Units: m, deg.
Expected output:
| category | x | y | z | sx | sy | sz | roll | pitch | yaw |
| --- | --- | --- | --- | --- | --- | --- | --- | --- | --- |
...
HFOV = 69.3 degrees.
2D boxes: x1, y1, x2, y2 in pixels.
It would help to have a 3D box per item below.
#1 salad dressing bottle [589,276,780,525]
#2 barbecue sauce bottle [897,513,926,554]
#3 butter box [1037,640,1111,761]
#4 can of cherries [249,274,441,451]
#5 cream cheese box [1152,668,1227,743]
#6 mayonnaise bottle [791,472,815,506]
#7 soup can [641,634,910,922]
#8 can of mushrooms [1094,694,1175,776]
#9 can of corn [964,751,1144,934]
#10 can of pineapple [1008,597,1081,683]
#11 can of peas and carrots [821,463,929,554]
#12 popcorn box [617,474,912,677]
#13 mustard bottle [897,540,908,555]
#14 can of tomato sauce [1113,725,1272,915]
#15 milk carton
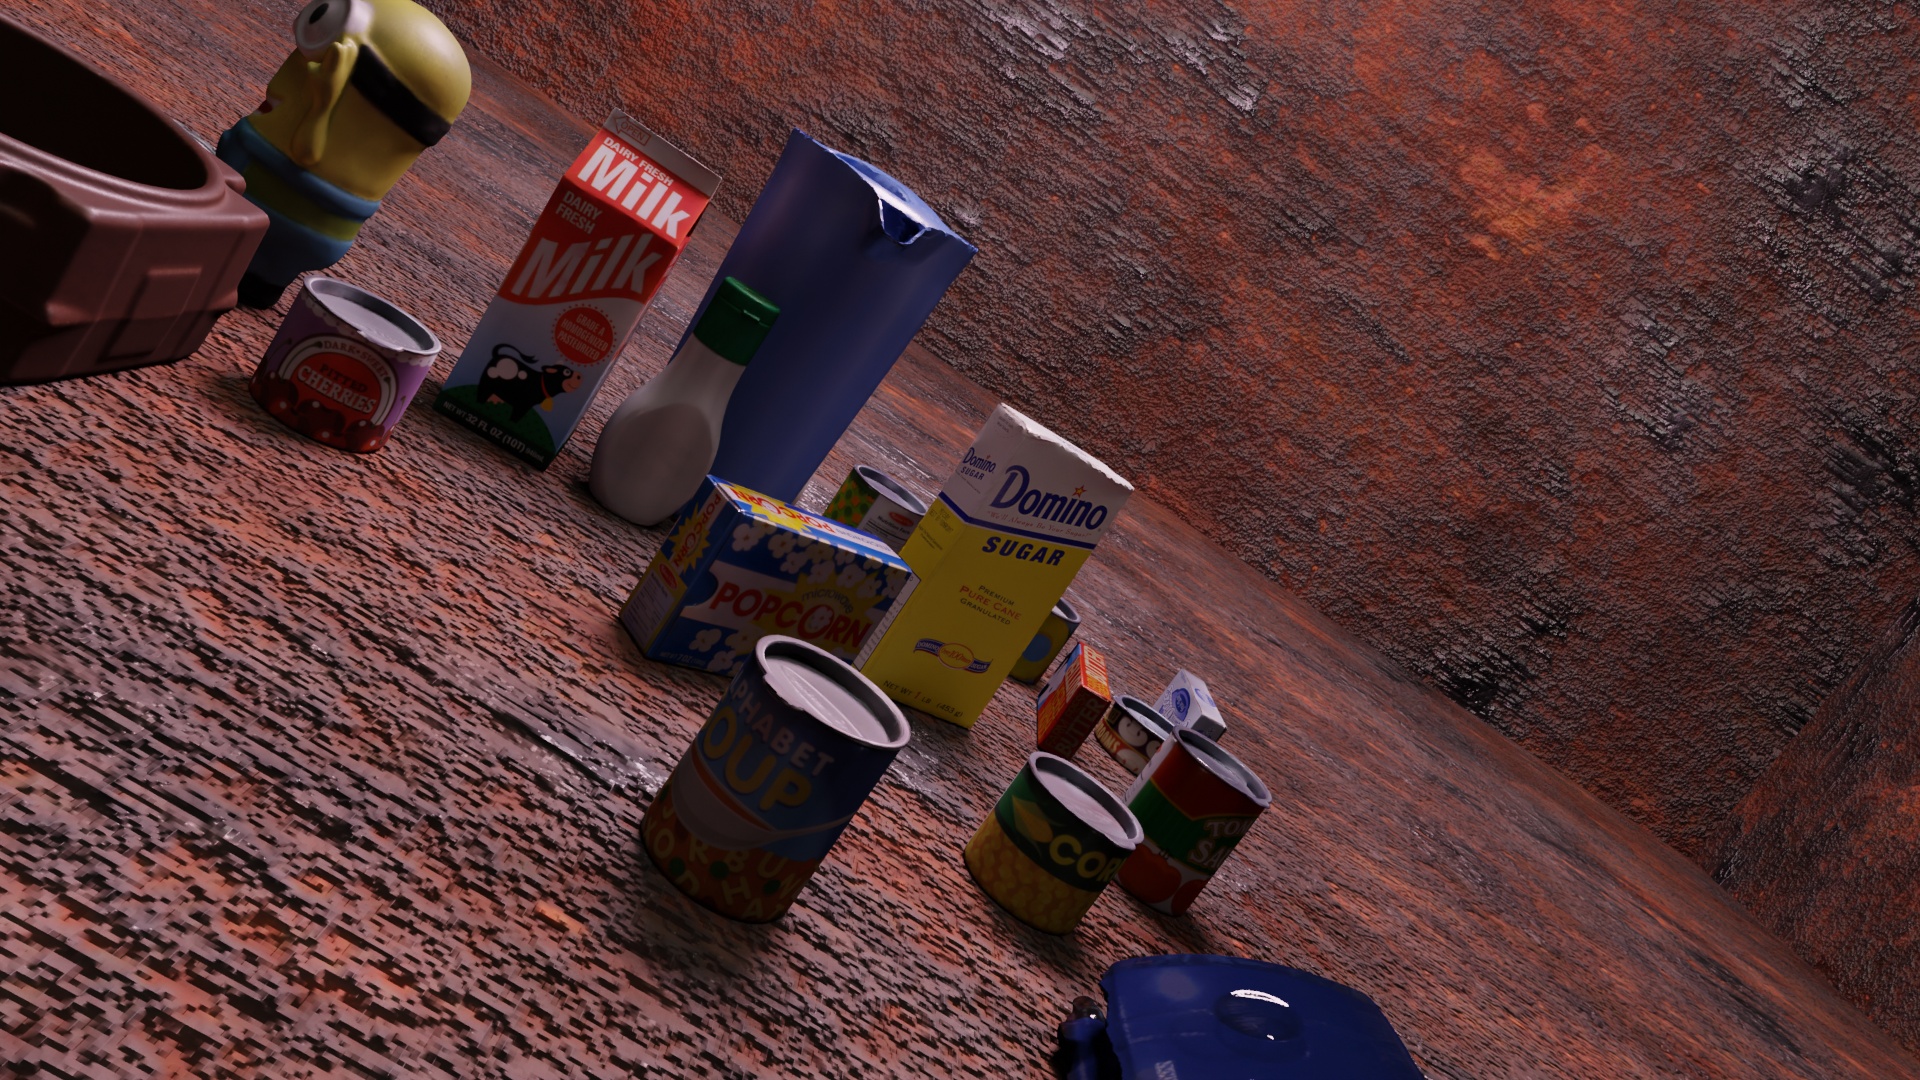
| category | x | y | z | sx | sy | sz | roll | pitch | yaw |
| --- | --- | --- | --- | --- | --- | --- | --- | --- | --- |
| salad dressing bottle | -0.156 | -0.079 | 0.795 | 0.064 | 0.147 | 0.044 | 29 | 12 | -28 |
| barbecue sauce bottle | 0.003 | -0.012 | 0.969 | 0.044 | 0.148 | 0.065 | 42 | 13 | 33 |
| butter box | 0.074 | 0.106 | 0.924 | 0.024 | 0.053 | 0.104 | 34 | 11 | -4 |
| can of cherries | -0.289 | -0.082 | 0.653 | 0.071 | 0.058 | 0.071 | 33 | 11 | -7 |
| cream cheese box | 0.170 | 0.140 | 1.057 | 0.024 | 0.053 | 0.104 | 33 | 11 | -7 |
| mayonnaise bottle | -0.106 | -0.087 | 0.968 | 0.041 | 0.148 | 0.065 | 26 | 14 | -38 |
| soup can | -0.070 | 0.087 | 0.510 | 0.071 | 0.083 | 0.071 | 33 | 11 | -7 |
| can of mushrooms | 0.128 | 0.140 | 0.986 | 0.071 | 0.033 | 0.071 | 33 | 11 | -7 |
| can of corn | 0.045 | 0.146 | 0.661 | 0.071 | 0.058 | 0.071 | 33 | 11 | -7 |
| can of pineapple | 0.047 | 0.063 | 1.011 | 0.071 | 0.057 | 0.071 | 33 | 11 | -7 |
| can of peas and carrots | -0.066 | -0.015 | 1.015 | 0.071 | 0.058 | 0.071 | 33 | 11 | -7 |
| popcorn box | -0.094 | 0.026 | 0.692 | 0.126 | 0.085 | 0.038 | 22 | 17 | -49 |
| mustard bottle | 0.003 | -0.002 | 0.895 | 0.049 | 0.160 | 0.065 | 27 | 13 | -35 |
| can of tomato sauce | 0.123 | 0.157 | 0.774 | 0.071 | 0.083 | 0.071 | 33 | 11 | -7 |
| milk carton | -0.213 | -0.143 | 0.785 | 0.072 | 0.190 | 0.073 | 32 | 11 | -14 |
